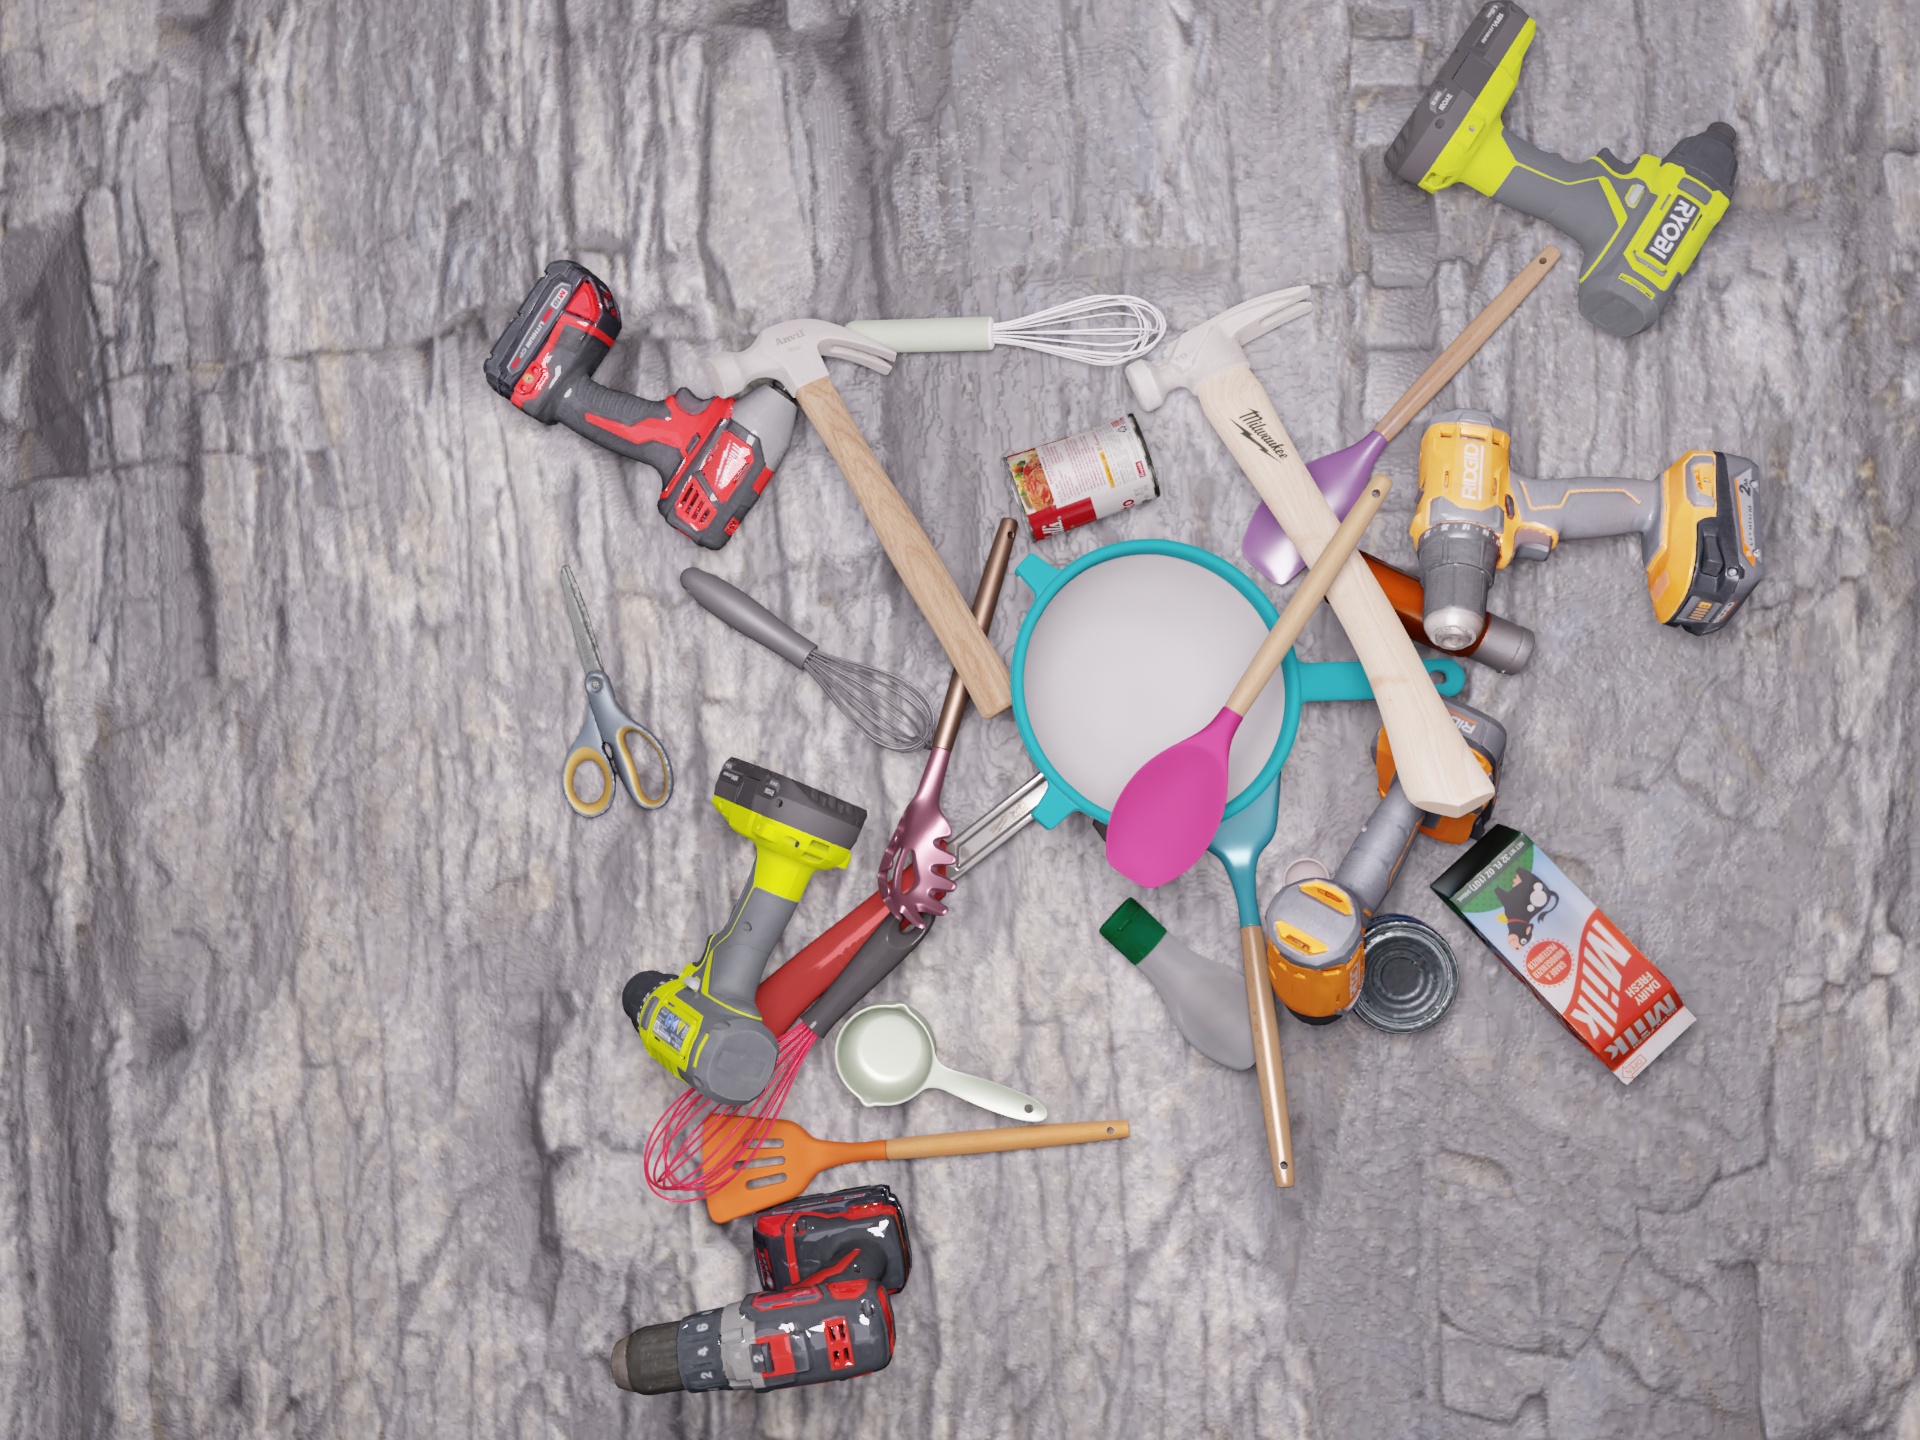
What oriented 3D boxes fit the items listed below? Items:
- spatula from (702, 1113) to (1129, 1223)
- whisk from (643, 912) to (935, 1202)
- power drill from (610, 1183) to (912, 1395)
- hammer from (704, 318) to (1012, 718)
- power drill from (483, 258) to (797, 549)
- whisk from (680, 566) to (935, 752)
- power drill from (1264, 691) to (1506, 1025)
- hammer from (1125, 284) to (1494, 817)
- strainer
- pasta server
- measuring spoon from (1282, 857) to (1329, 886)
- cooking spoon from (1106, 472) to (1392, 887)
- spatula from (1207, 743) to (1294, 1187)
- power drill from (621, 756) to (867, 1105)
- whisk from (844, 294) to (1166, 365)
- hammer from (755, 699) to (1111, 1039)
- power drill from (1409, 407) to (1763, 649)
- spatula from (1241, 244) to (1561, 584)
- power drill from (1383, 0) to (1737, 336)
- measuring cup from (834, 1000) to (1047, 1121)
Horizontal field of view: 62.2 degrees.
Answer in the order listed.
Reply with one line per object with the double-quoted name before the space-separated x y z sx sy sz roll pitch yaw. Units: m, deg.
"spatula" -0.033 0.325 1.207 0.322 0.041 0.081 -6 78 4
"whisk" -0.123 0.240 1.172 0.073 0.073 0.296 43 88 4
"power drill" -0.129 0.409 1.124 0.188 0.226 0.080 -11 89 5
"hammer" -0.050 -0.150 1.165 0.130 0.031 0.331 -29 84 -21
"power drill" -0.234 -0.245 1.207 0.219 0.078 0.143 35 94 2
"whisk" -0.117 -0.048 1.210 0.239 0.055 0.055 34 94 8
"power drill" 0.289 0.107 1.106 0.084 0.164 0.226 29 68 27
"hammer" 0.262 -0.122 1.102 0.146 0.038 0.411 -27 66 6
"strainer" 0.194 -0.021 1.165 0.340 0.095 0.211 -2 81 -12
"pasta server" -0.002 -0.004 1.173 0.060 0.040 0.316 24 77 -33
"measuring spoon" 0.263 0.162 1.192 0.034 0.018 0.124 -7 97 6
"cooking spoon" 0.198 -0.028 1.070 0.069 0.017 0.319 33 95 9
"spatula" 0.212 0.173 1.152 0.082 0.044 0.318 -7 69 6
"power drill" -0.170 0.149 1.169 0.080 0.191 0.228 25 84 -32
"whisk" 0.031 -0.293 1.197 0.246 0.057 0.059 0 56 9
"hammer" -0.047 0.127 1.209 0.359 0.036 0.149 -38 87 4
"power drill" 0.429 -0.120 1.110 0.226 0.084 0.185 10 62 6
"spatula" 0.327 -0.231 1.177 0.316 0.018 0.060 -47 75 5
"power drill" 0.434 -0.401 1.134 0.223 0.080 0.171 33 80 1
"measuring cup" -0.013 0.266 1.207 0.167 0.038 0.083 20 92 3
